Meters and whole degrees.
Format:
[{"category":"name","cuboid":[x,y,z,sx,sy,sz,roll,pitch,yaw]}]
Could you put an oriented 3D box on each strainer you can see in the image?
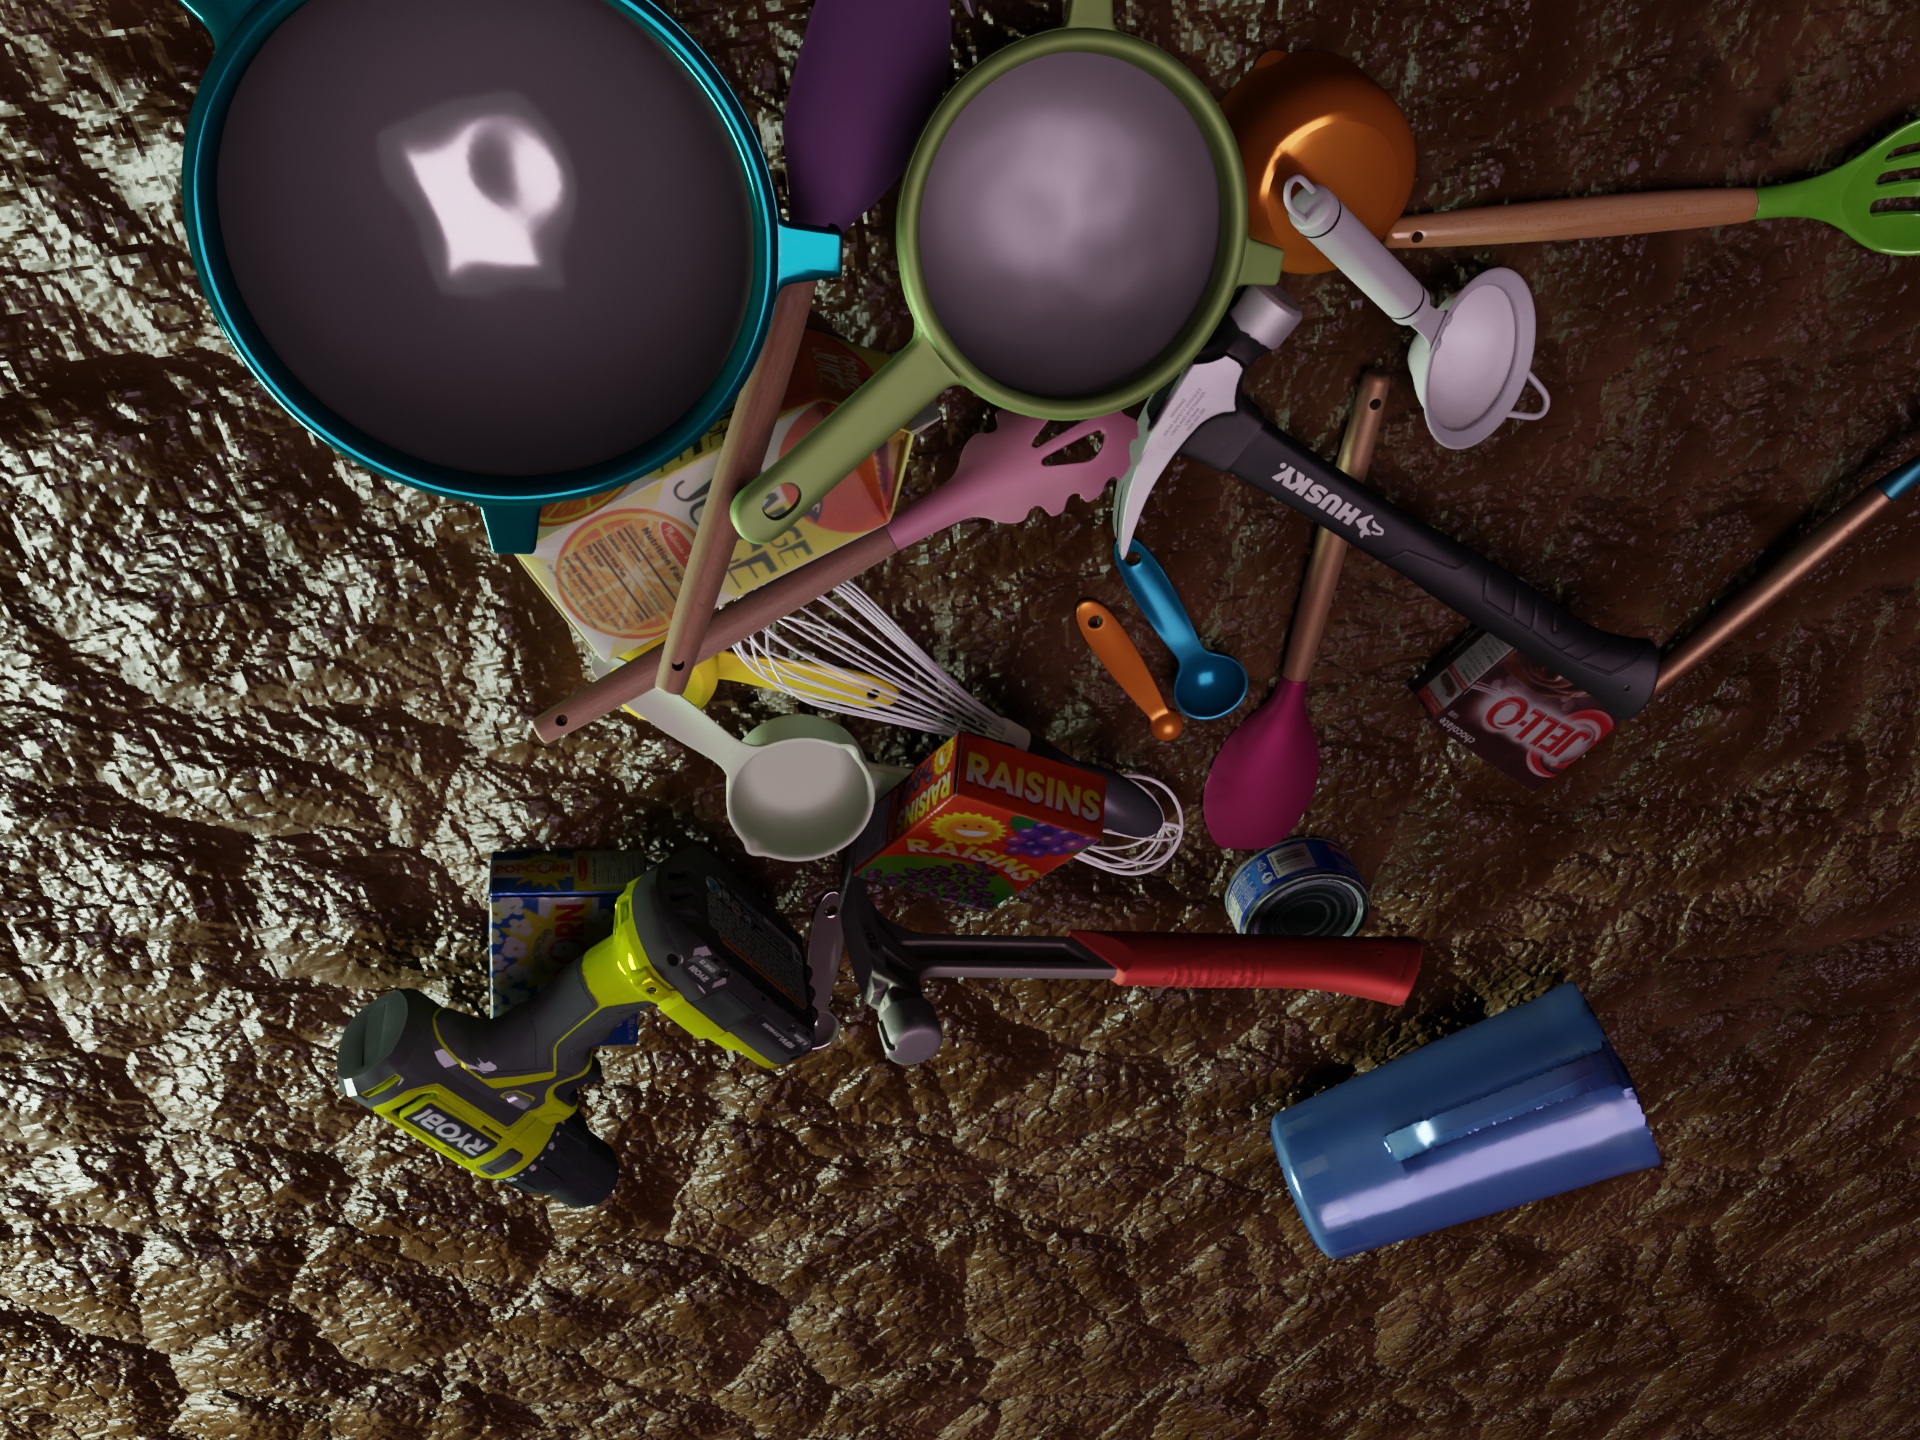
[{"category":"strainer","cuboid":[-0.218,-0.235,0.586,0.211,0.095,0.340,-38,120,17]},{"category":"strainer","cuboid":[-0.001,-0.170,0.661,0.256,0.069,0.151,-42,118,2]},{"category":"strainer","cuboid":[0.202,-0.187,0.714,0.258,0.050,0.087,15,100,-52]}]

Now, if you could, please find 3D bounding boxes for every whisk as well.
[{"category":"whisk","cuboid":[-0.001,-0.004,0.826,0.284,0.070,0.070,29,117,-26]},{"category":"whisk","cuboid":[0.014,0.045,0.897,0.246,0.058,0.059,10,90,-18]}]

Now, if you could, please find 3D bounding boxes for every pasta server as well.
[{"category":"pasta server","cuboid":[-0.056,-0.072,0.741,0.316,0.040,0.060,-29,93,-1]}]

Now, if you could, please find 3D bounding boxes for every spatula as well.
[{"category":"spatula","cuboid":[0.493,-0.116,0.897,0.082,0.044,0.317,25,123,-30]},{"category":"spatula","cuboid":[-0.071,-0.159,0.653,0.059,0.018,0.316,17,100,-15]}]

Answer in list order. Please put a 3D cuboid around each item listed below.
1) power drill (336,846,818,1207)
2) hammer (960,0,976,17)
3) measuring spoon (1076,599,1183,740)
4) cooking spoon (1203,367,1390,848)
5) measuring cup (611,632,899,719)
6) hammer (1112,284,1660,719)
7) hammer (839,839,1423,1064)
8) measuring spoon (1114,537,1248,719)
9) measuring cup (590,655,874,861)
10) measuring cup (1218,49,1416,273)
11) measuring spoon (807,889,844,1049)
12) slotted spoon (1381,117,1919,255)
[{"category":"power drill","cuboid":[-0.196,0.183,0.880,0.228,0.080,0.190,-31,129,13]},{"category":"hammer","cuboid":[0.159,-0.337,0.629,0.336,0.034,0.127,-1,127,-13]},{"category":"measuring spoon","cuboid":[0.094,-0.025,0.876,0.021,0.011,0.116,-30,129,11]},{"category":"cooking spoon","cuboid":[0.190,-0.046,0.879,0.068,0.017,0.318,0,128,-8]},{"category":"measuring cup","cuboid":[-0.104,-0.018,0.821,0.156,0.029,0.062,9,125,-18]},{"category":"hammer","cuboid":[0.232,-0.083,0.818,0.334,0.035,0.146,27,120,-20]},{"category":"hammer","cuboid":[0.109,0.132,0.929,0.359,0.149,0.036,4,128,-21]},{"category":"measuring spoon","cuboid":[0.115,-0.054,0.861,0.042,0.021,0.128,-29,120,11]},{"category":"measuring cup","cuboid":[-0.117,0.008,0.810,0.167,0.038,0.083,37,108,-25]},{"category":"measuring cup","cuboid":[0.116,-0.223,0.697,0.173,0.052,0.095,-25,130,4]},{"category":"measuring spoon","cuboid":[-0.086,0.151,0.975,0.034,0.018,0.124,2,121,-15]},{"category":"slotted spoon","cuboid":[0.351,-0.246,0.755,0.313,0.031,0.070,-7,129,-6]}]
